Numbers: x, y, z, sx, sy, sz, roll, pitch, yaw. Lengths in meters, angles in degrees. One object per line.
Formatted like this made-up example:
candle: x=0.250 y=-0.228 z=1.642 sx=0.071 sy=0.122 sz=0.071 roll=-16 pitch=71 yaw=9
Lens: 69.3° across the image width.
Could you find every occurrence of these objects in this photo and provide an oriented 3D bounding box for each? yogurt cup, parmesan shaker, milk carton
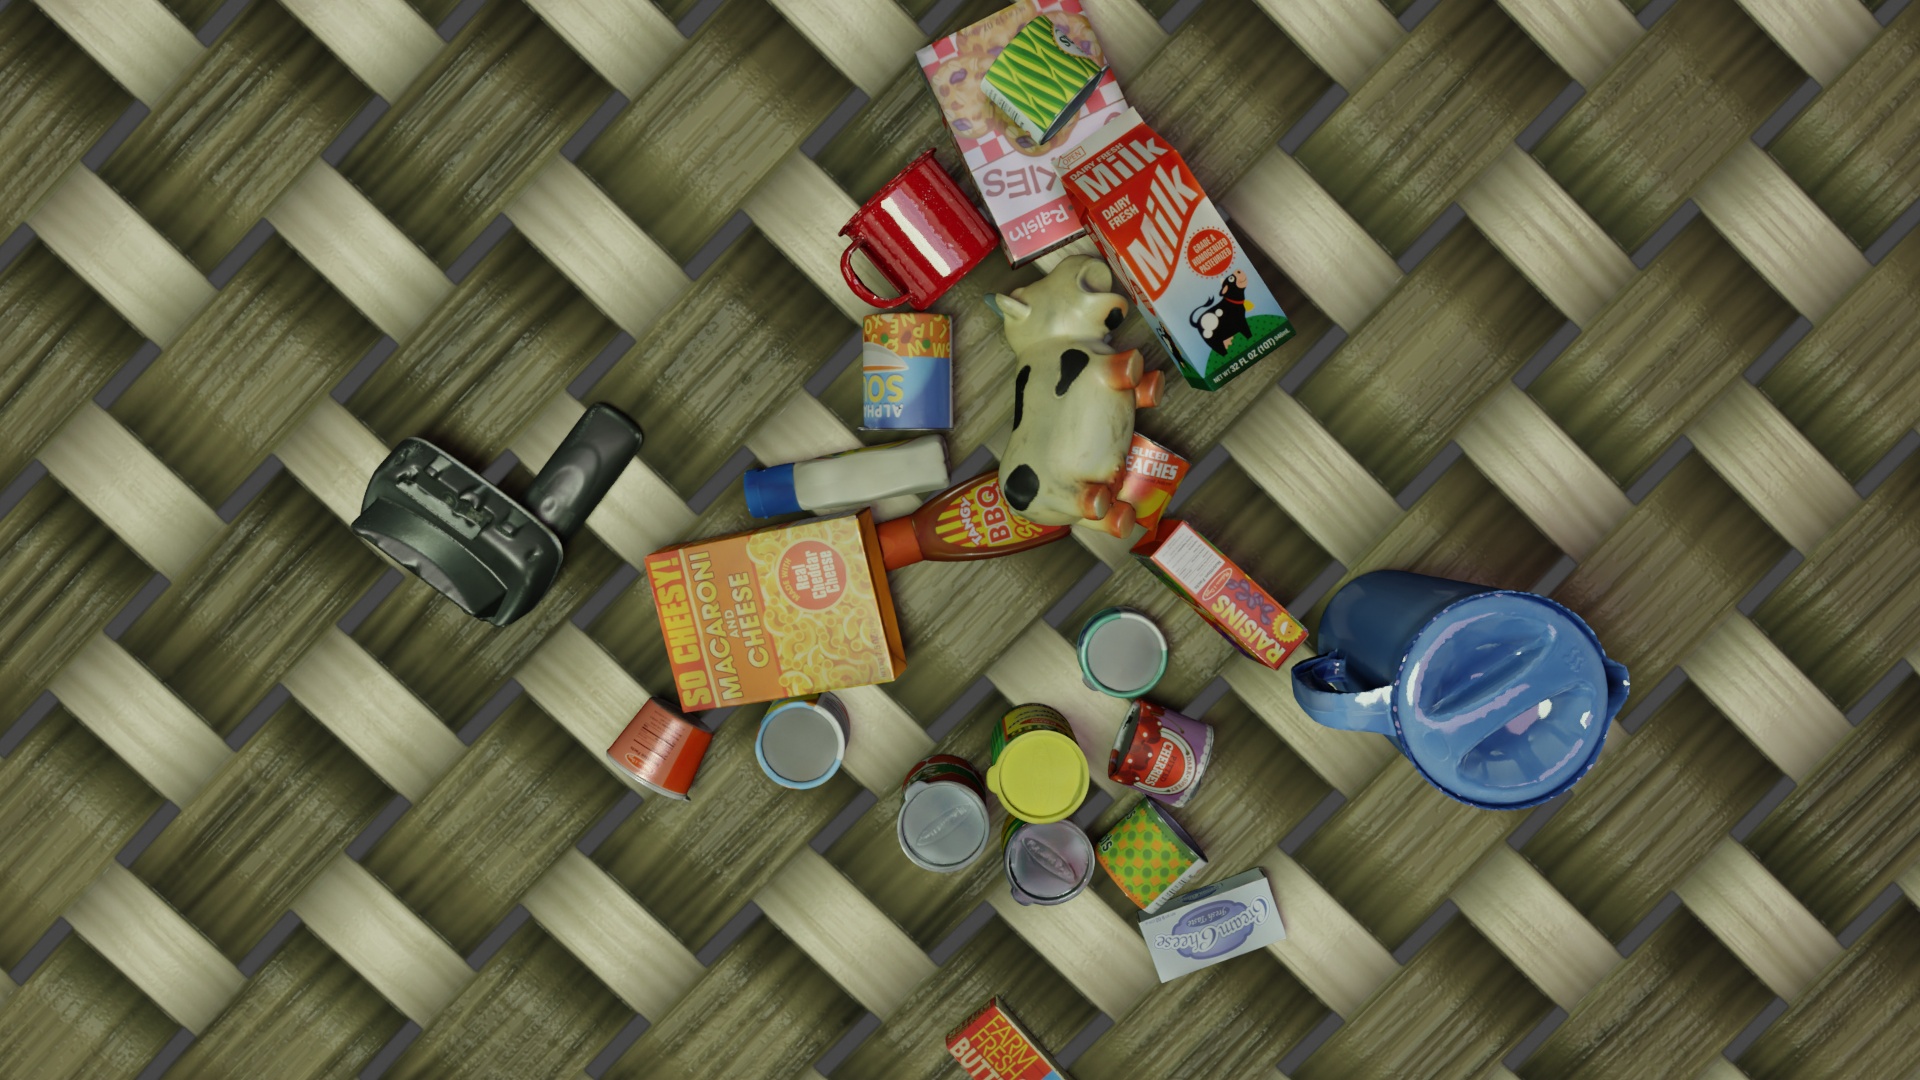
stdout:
yogurt cup: x=-0.219 y=0.152 z=1.027 sx=0.072 sy=0.072 sz=0.054 roll=31 pitch=86 yaw=-3
parmesan shaker: x=0.053 y=0.159 z=1.010 sx=0.071 sy=0.103 sz=0.071 roll=0 pitch=95 yaw=-1
milk carton: x=0.144 y=-0.201 z=0.961 sx=0.072 sy=0.073 sz=0.190 roll=-34 pitch=97 yaw=3

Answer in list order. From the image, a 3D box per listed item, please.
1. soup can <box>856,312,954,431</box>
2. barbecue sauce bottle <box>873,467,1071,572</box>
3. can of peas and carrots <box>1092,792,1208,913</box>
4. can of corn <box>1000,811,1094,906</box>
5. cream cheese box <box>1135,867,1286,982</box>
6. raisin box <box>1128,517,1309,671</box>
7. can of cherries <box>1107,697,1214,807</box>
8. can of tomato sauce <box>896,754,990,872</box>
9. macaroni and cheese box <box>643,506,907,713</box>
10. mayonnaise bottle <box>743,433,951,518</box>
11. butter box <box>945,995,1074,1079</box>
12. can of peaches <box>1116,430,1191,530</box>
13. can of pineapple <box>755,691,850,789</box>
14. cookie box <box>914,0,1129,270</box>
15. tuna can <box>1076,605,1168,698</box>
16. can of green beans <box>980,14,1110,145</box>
soup can: x=-0.040 y=-0.121 z=1.006 sx=0.071 sy=0.071 sz=0.083 roll=-1 pitch=94 yaw=-1
barbecue sauce bottle: x=0.004 y=-0.013 z=1.027 sx=0.148 sy=0.043 sz=0.065 roll=-17 pitch=88 yaw=1
can of peas and carrots: x=0.140 y=0.232 z=1.036 sx=0.058 sy=0.071 sz=0.071 roll=-44 pitch=94 yaw=3
can of corn: x=0.062 y=0.233 z=1.038 sx=0.071 sy=0.058 sz=0.071 roll=0 pitch=95 yaw=-1
cream cheese box: x=0.192 y=0.294 z=1.062 sx=0.104 sy=0.024 sz=0.053 roll=-21 pitch=96 yaw=1
raisin box: x=0.187 y=0.037 z=1.011 sx=0.123 sy=0.086 sz=0.040 roll=42 pitch=89 yaw=-3
can of cherries: x=0.148 y=0.157 z=1.027 sx=0.058 sy=0.071 sz=0.071 roll=23 pitch=94 yaw=-2
can of tomato sauce: x=-0.014 y=0.198 z=1.022 sx=0.071 sy=0.083 sz=0.071 roll=0 pitch=95 yaw=-1
macaroni and cheese box: x=-0.134 y=0.052 z=1.012 sx=0.166 sy=0.040 sz=0.123 roll=-10 pitch=97 yaw=15
mayonnaise bottle: x=-0.082 y=-0.046 z=1.016 sx=0.148 sy=0.065 sz=0.041 roll=-10 pitch=96 yaw=4
butter box: x=0.041 y=0.406 z=1.068 sx=0.053 sy=0.024 sz=0.103 roll=-42 pitch=94 yaw=2
can of peaches: x=0.126 y=-0.046 z=1.012 sx=0.071 sy=0.071 sz=0.058 roll=29 pitch=95 yaw=-3
can of pineapple: x=-0.118 y=0.146 z=1.030 sx=0.071 sy=0.058 sz=0.071 roll=0 pitch=95 yaw=-1
cookie box: x=0.058 y=-0.300 z=1.008 sx=0.123 sy=0.040 sz=0.167 roll=-26 pitch=93 yaw=1
tuna can: x=0.119 y=0.086 z=1.041 sx=0.071 sy=0.033 sz=0.071 roll=0 pitch=94 yaw=-1
can of green beans: x=0.056 y=-0.316 z=0.953 sx=0.058 sy=0.071 sz=0.071 roll=43 pitch=93 yaw=-2
